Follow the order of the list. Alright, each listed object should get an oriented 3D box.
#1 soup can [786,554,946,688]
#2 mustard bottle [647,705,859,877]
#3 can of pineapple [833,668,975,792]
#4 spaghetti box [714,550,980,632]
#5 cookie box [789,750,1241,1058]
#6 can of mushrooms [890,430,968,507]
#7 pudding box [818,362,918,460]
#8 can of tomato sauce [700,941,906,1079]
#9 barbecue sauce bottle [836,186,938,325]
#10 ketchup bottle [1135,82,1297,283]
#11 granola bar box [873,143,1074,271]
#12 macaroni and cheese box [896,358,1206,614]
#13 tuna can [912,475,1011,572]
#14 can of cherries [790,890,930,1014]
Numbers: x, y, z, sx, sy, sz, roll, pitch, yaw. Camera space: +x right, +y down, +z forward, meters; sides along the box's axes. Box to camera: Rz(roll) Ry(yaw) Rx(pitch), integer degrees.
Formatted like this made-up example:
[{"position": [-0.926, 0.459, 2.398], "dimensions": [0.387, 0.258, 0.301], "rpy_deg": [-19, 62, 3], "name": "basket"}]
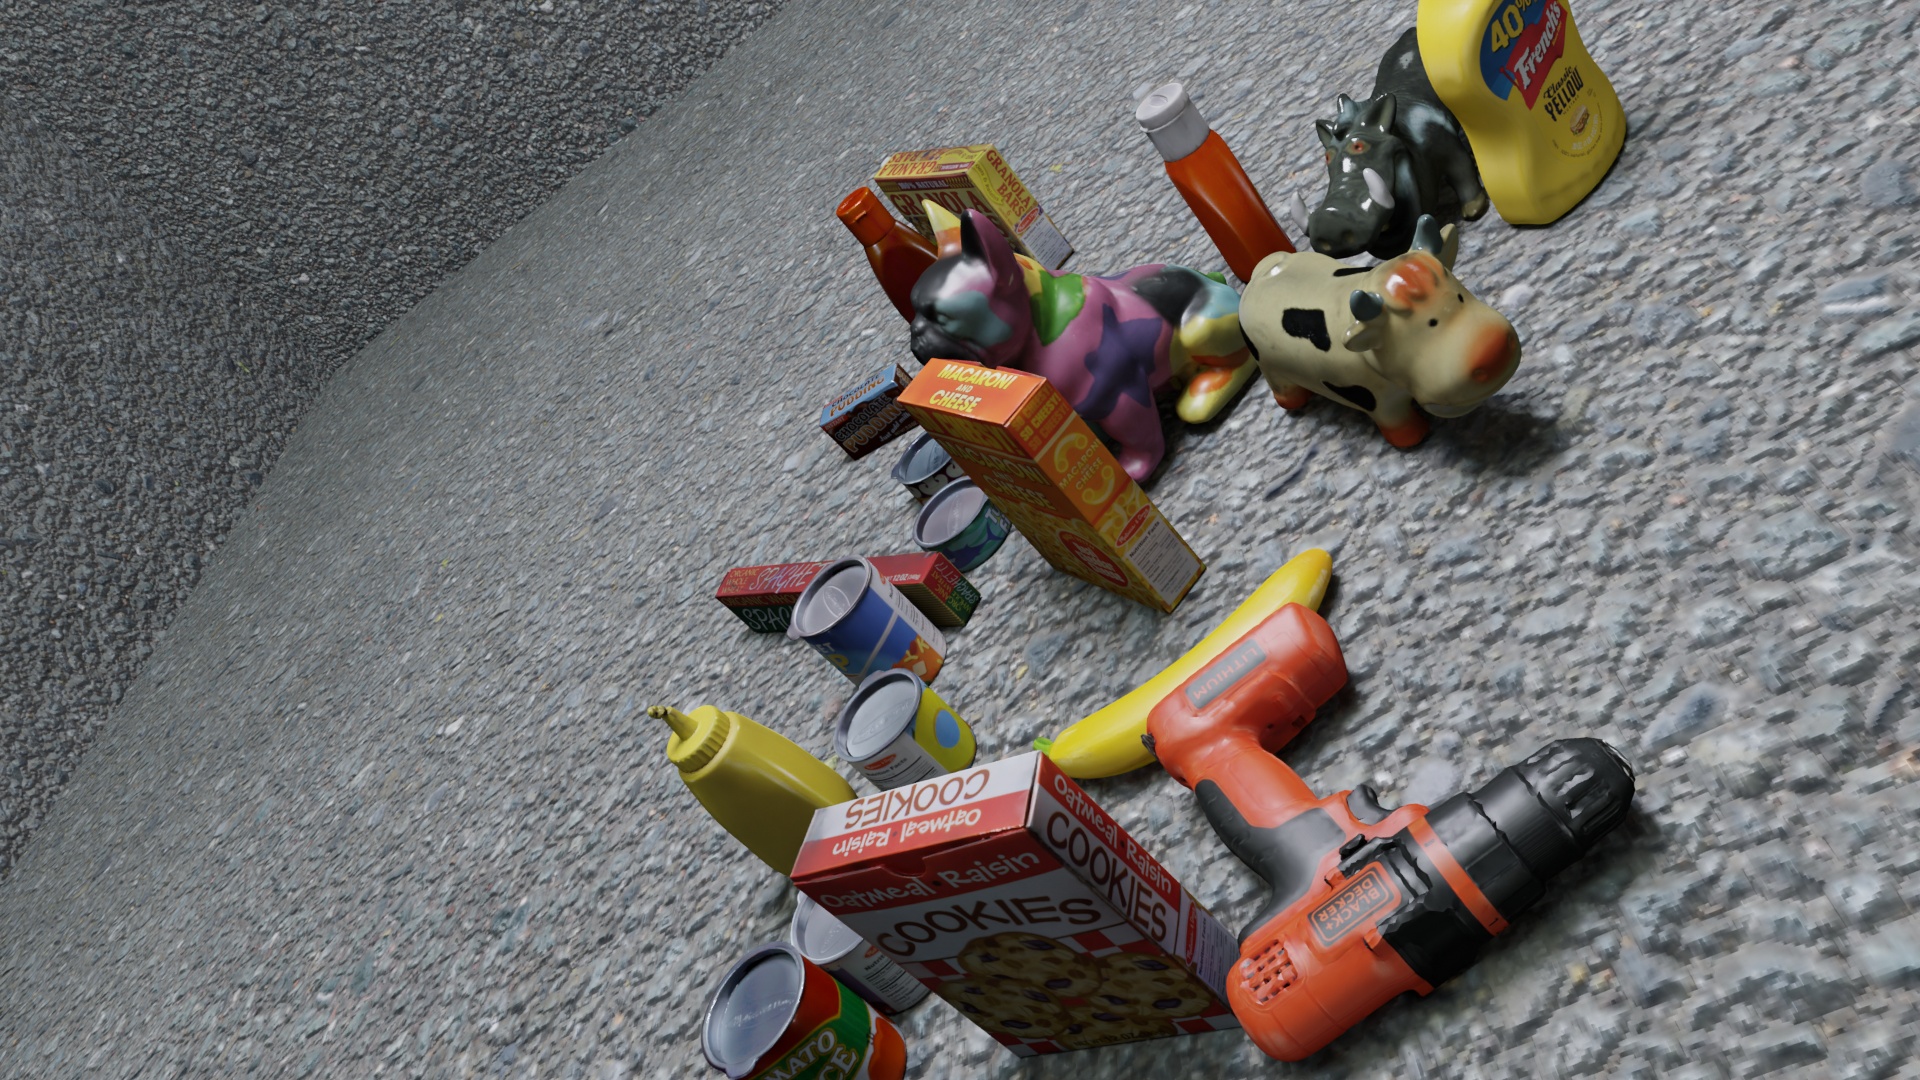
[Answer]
[{"position": [-0.061, 0.062, 0.913], "dimensions": [0.071, 0.083, 0.072], "rpy_deg": [-30, 33, 22], "name": "soup can"}, {"position": [-0.123, 0.138, 0.813], "dimensions": [0.065, 0.160, 0.049], "rpy_deg": [-37, 31, 12], "name": "mustard bottle"}, {"position": [-0.033, 0.118, 0.834], "dimensions": [0.071, 0.057, 0.071], "rpy_deg": [-30, 33, 22], "name": "can of pineapple"}, {"position": [-0.089, 0.040, 1.007], "dimensions": [0.249, 0.050, 0.029], "rpy_deg": [-6, 47, 46], "name": "spaghetti box"}, {"position": [0.029, 0.163, 0.597], "dimensions": [0.122, 0.167, 0.040], "rpy_deg": [-22, 37, 33], "name": "cookie box"}, {"position": [-0.016, -0.057, 1.058], "dimensions": [0.071, 0.033, 0.071], "rpy_deg": [-30, 33, 22], "name": "can of mushrooms"}, {"position": [-0.072, -0.109, 1.173], "dimensions": [0.083, 0.049, 0.030], "rpy_deg": [-27, 34, 26], "name": "pudding box"}, {"position": [-0.077, 0.252, 0.693], "dimensions": [0.071, 0.083, 0.071], "rpy_deg": [-30, 33, 22], "name": "can of tomato sauce"}, {"position": [-0.048, -0.242, 1.214], "dimensions": [0.065, 0.148, 0.044], "rpy_deg": [-36, 31, 13], "name": "barbecue sauce bottle"}, {"position": [0.174, -0.244, 0.955], "dimensions": [0.043, 0.148, 0.065], "rpy_deg": [-41, 30, 5], "name": "ketchup bottle"}, {"position": [0.009, -0.289, 1.230], "dimensions": [0.039, 0.124, 0.165], "rpy_deg": [-51, 31, -12], "name": "granola bar box"}, {"position": [0.053, -0.035, 0.817], "dimensions": [0.040, 0.166, 0.124], "rpy_deg": [-50, 31, -11], "name": "macaroni and cheese box"}, {"position": [0.003, -0.012, 0.980], "dimensions": [0.071, 0.032, 0.071], "rpy_deg": [-30, 33, 22], "name": "tuna can"}, {"position": [-0.048, 0.207, 0.739], "dimensions": [0.071, 0.058, 0.072], "rpy_deg": [-30, 33, 22], "name": "can of cherries"}]
